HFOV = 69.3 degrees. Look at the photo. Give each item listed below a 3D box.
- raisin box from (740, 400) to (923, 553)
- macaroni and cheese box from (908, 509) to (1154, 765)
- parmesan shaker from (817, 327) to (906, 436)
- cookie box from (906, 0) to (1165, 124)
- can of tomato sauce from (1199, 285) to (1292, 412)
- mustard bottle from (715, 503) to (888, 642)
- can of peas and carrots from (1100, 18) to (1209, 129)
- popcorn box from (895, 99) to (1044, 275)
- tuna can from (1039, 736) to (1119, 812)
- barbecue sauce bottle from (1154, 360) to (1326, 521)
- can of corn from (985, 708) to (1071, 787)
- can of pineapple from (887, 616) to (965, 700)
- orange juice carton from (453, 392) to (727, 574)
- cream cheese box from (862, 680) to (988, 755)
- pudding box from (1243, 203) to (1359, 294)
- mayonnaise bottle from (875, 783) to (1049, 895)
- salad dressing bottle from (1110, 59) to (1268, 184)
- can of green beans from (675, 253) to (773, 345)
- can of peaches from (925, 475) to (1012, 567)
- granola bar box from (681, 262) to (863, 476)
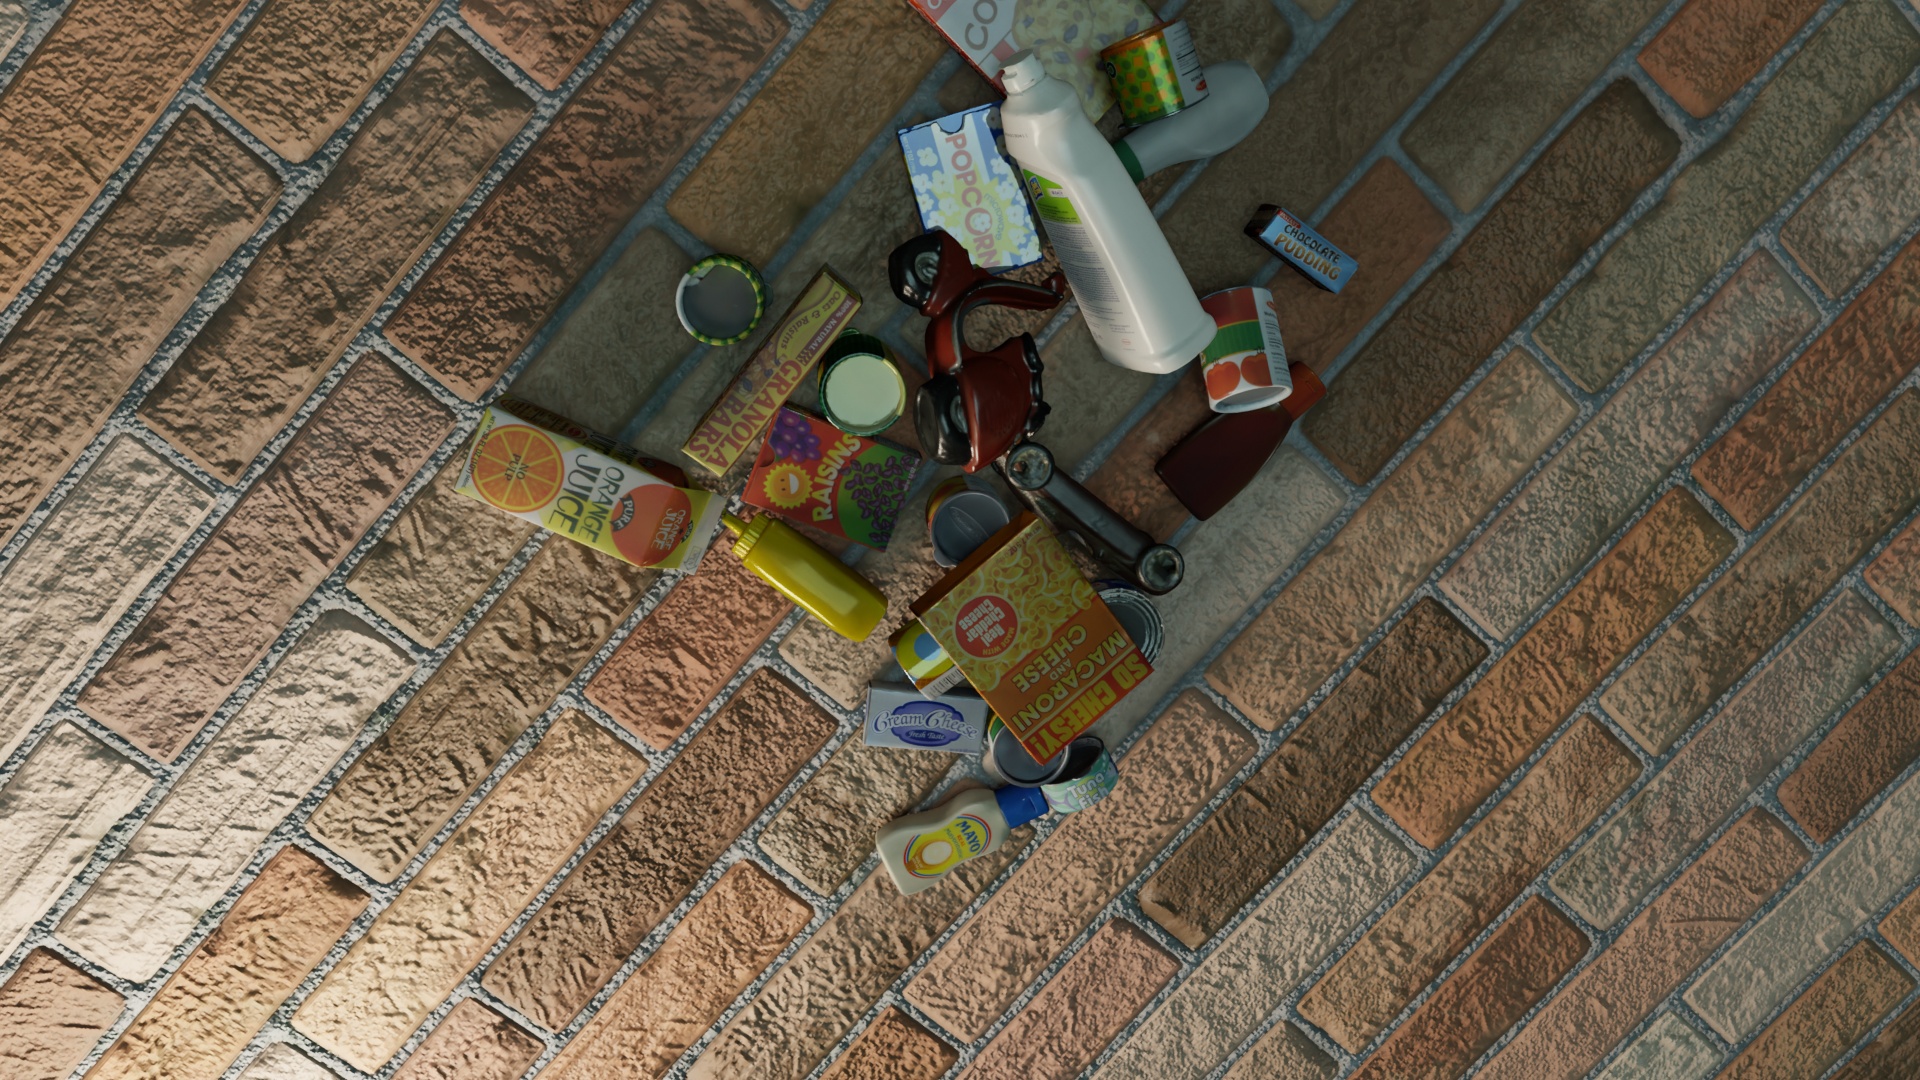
[{"bbox_3d":[-0.104,-0.052,1.120,0.123,0.040,0.086,21,102,-10],"label":"raisin box"},{"bbox_3d":[0.058,0.078,1.108,0.124,0.040,0.166,-40,109,-4],"label":"macaroni and cheese box"},{"bbox_3d":[-0.078,-0.124,1.071,0.071,0.103,0.071,-1,105,-5],"label":"parmesan shaker"},{"bbox_3d":[0.060,-0.395,1.050,0.167,0.040,0.123,42,97,-15],"label":"cookie box"},{"bbox_3d":[0.221,-0.150,1.101,0.071,0.071,0.083,-9,77,-4],"label":"can of tomato sauce"},{"bbox_3d":[-0.134,0.021,1.125,0.160,0.065,0.049,36,93,-7],"label":"mustard bottle"},{"bbox_3d":[0.140,-0.342,1.019,0.071,0.071,0.058,-23,110,0],"label":"can of peas and carrots"},{"bbox_3d":[0.007,-0.266,1.078,0.085,0.038,0.126,-17,106,-1],"label":"popcorn box"},{"bbox_3d":[0.101,0.201,1.190,0.071,0.071,0.032,-29,107,2],"label":"tuna can"},{"bbox_3d":[0.234,-0.086,1.145,0.148,0.044,0.065,-42,103,5],"label":"barbecue sauce bottle"},{"bbox_3d":[0.059,0.167,1.183,0.071,0.058,0.071,-1,104,-6],"label":"can of corn"},{"bbox_3d":[-0.020,0.089,1.151,0.058,0.071,0.071,-36,105,4],"label":"can of pineapple"},{"bbox_3d":[-0.284,-0.040,1.086,0.193,0.073,0.071,24,100,-12],"label":"orange juice carton"},{"bbox_3d":[-0.030,0.151,1.187,0.104,0.024,0.053,6,103,-8],"label":"cream cheese box"},{"bbox_3d":[0.272,-0.233,1.109,0.083,0.050,0.030,33,101,-13],"label":"pudding box"},{"bbox_3d":[0.004,0.250,1.207,0.148,0.041,0.064,-26,104,1],"label":"mayonnaise bottle"},{"bbox_3d":[0.165,-0.316,1.080,0.147,0.044,0.064,-30,108,3],"label":"salad dressing bottle"},{"bbox_3d":[-0.183,-0.186,1.067,0.071,0.058,0.071,-2,105,-6],"label":"can of green beans"},{"bbox_3d":[0.004,-0.014,1.131,0.071,0.058,0.071,-2,105,-6],"label":"can of peaches"},{"bbox_3d":[-0.139,-0.131,1.051,0.039,0.124,0.165,38,98,-13],"label":"granola bar box"}]
